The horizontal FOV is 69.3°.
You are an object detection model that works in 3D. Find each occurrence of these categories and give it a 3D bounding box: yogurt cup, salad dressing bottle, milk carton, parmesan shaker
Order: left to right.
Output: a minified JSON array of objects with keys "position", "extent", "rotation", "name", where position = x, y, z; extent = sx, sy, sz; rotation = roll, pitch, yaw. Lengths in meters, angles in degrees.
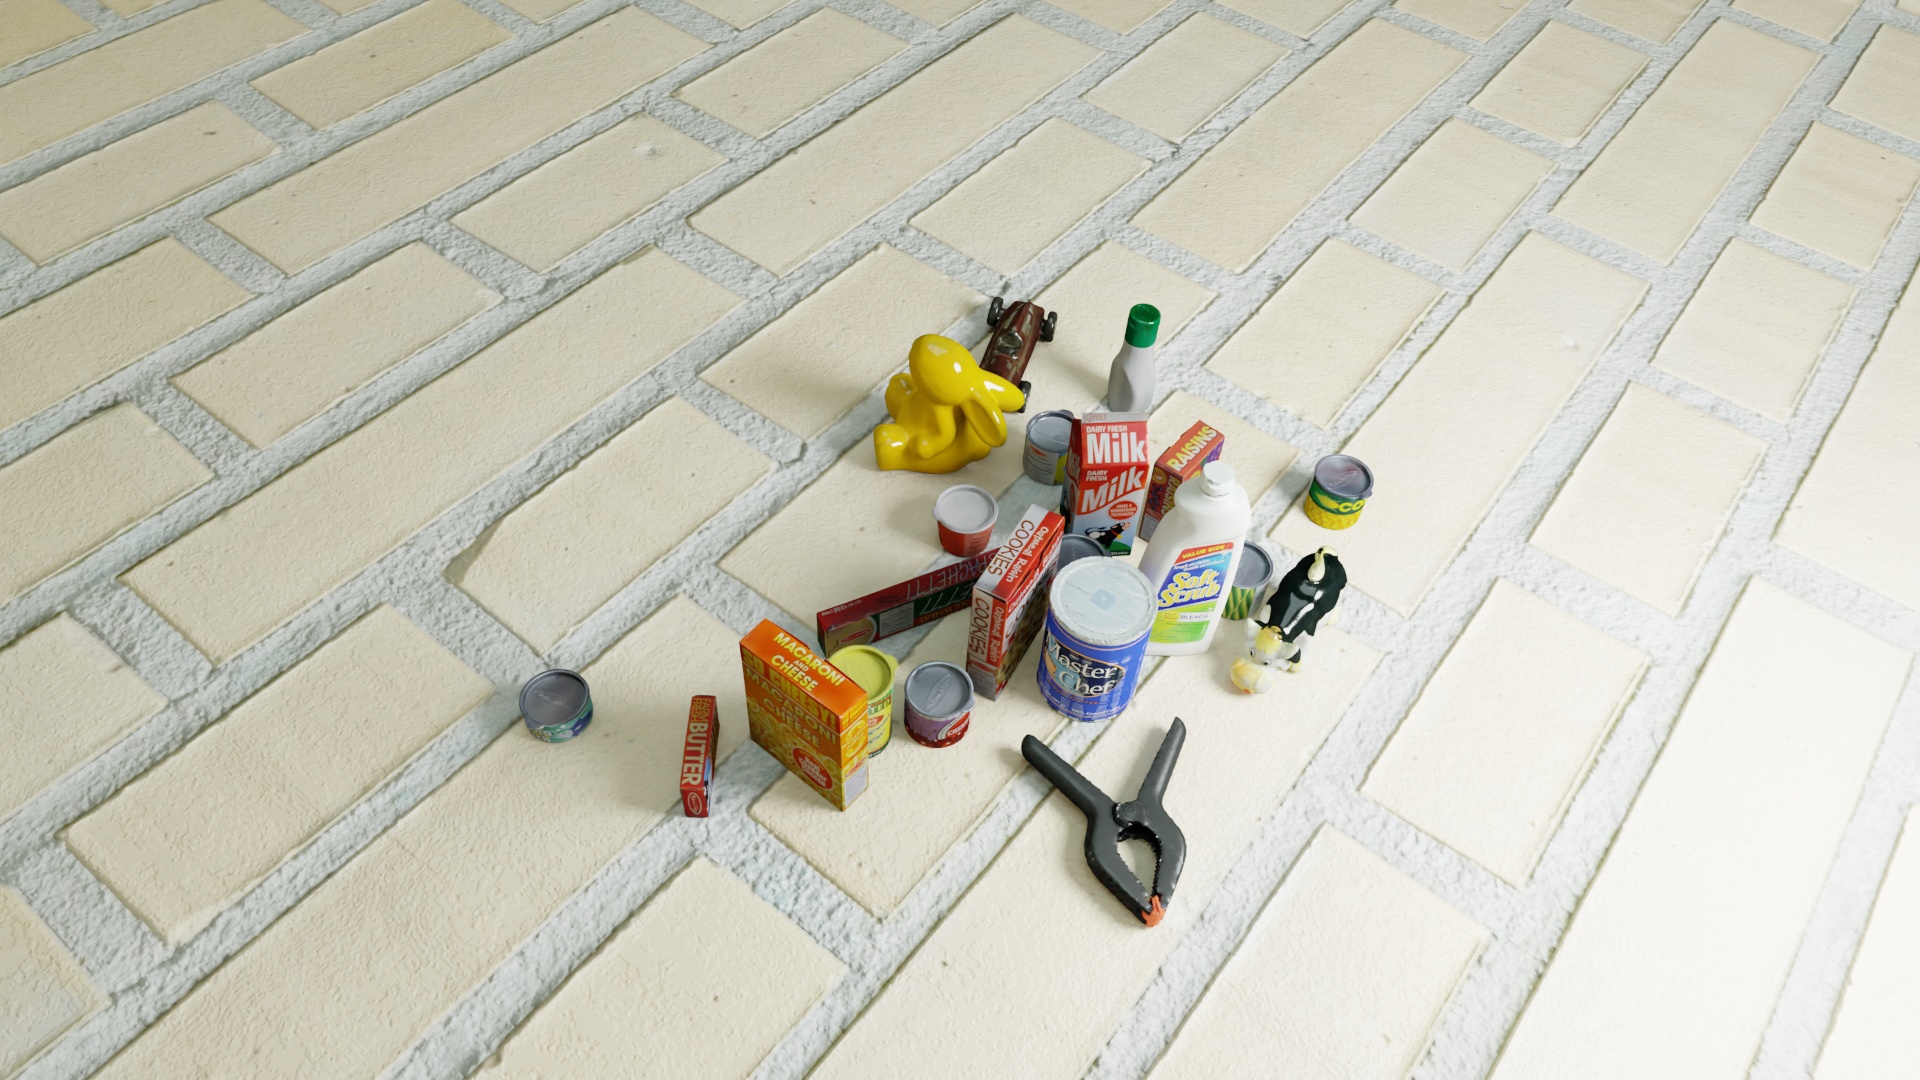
[{"position":[-0.094,0.155,1.320],"extent":[0.071,0.102,0.072],"rotation":[2,50,-2],"name":"parmesan shaker"},{"position":[0.005,-0.019,1.505],"extent":[0.072,0.053,0.073],"rotation":[2,50,-2],"name":"yogurt cup"},{"position":[0.152,-0.068,1.468],"extent":[0.072,0.189,0.074],"rotation":[-2,50,-6],"name":"milk carton"},{"position":[0.204,-0.209,1.618],"extent":[0.044,0.146,0.064],"rotation":[-19,54,-19],"name":"salad dressing bottle"}]

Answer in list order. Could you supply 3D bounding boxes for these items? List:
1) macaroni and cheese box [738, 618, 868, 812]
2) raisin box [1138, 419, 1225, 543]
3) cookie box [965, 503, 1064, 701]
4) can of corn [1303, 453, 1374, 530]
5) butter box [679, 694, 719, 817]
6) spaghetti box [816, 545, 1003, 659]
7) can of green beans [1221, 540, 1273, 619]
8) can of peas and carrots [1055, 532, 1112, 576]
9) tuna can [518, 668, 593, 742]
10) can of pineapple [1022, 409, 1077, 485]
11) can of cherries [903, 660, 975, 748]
[{"position":[-0.141,0.160,1.271],"extent":[0.124,0.165,0.040],"rotation":[33,56,22],"name":"macaroni and cheese box"},{"position":[0.240,-0.059,1.510],"extent":[0.040,0.122,0.086],"rotation":[34,56,22],"name":"raisin box"},{"position":[0.053,0.062,1.366],"extent":[0.040,0.166,0.123],"rotation":[24,53,15],"name":"cookie box"},{"position":[0.426,-0.052,1.561],"extent":[0.071,0.058,0.071],"rotation":[2,50,-2],"name":"can of corn"},{"position":[-0.244,0.202,1.302],"extent":[0.024,0.052,0.104],"rotation":[2,50,-3],"name":"butter box"},{"position":[-0.030,0.058,1.440],"extent":[0.251,0.049,0.029],"rotation":[-20,54,-19],"name":"spaghetti box"},{"position":[0.293,0.042,1.472],"extent":[0.071,0.057,0.071],"rotation":[2,50,-2],"name":"can of green beans"},{"position":[0.121,0.035,1.465],"extent":[0.071,0.058,0.071],"rotation":[2,50,-2],"name":"can of peas and carrots"},{"position":[-0.390,0.161,1.338],"extent":[0.071,0.032,0.071],"rotation":[2,50,-2],"name":"tuna can"},{"position":[0.107,-0.106,1.583],"extent":[0.071,0.057,0.071],"rotation":[2,50,-2],"name":"can of pineapple"},{"position":[-0.020,0.161,1.349],"extent":[0.071,0.058,0.072],"rotation":[2,50,-2],"name":"can of cherries"}]
